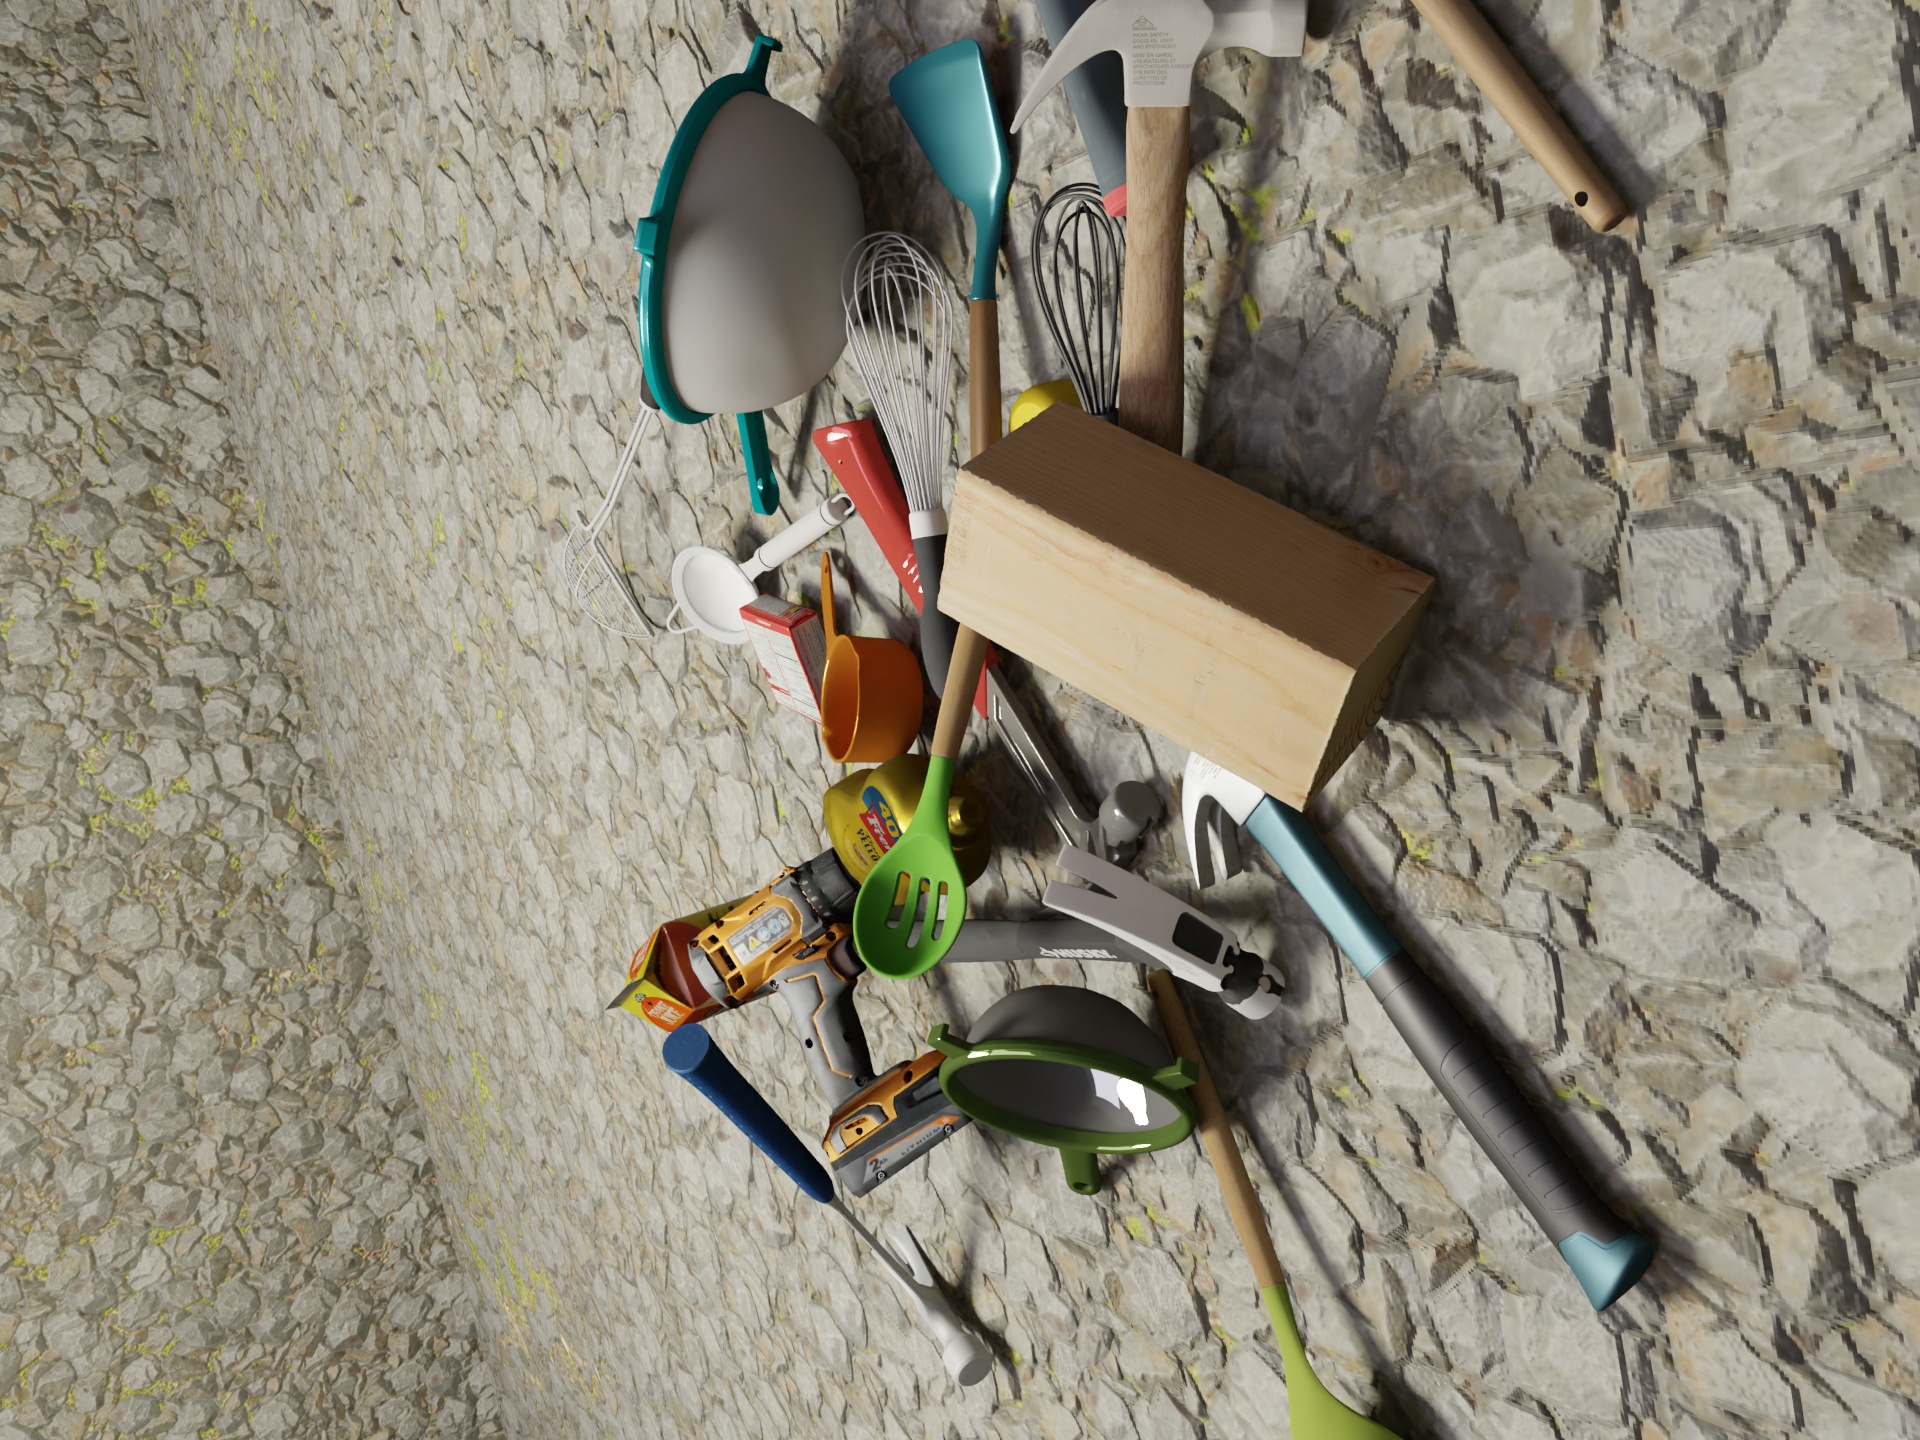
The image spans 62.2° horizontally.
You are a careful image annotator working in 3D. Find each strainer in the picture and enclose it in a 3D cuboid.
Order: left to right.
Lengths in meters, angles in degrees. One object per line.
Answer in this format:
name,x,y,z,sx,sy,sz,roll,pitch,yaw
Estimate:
strainer,-0.147,-0.120,1.197,0.087,0.050,0.258,53,142,-10
strainer,-0.110,-0.241,1.025,0.095,0.211,0.340,14,148,10
strainer,0.073,0.225,0.978,0.256,0.151,0.069,77,-158,-56

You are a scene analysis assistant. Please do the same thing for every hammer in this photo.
hammer,-0.099,0.345,1.164,0.144,0.035,0.405,42,167,51
hammer,-0.002,-0.045,1.020,0.359,0.036,0.149,59,145,19
hammer,0.009,-0.427,0.754,0.038,0.143,0.386,-12,98,62
hammer,0.032,0.131,0.967,0.335,0.146,0.035,-12,49,57
hammer,0.092,-0.184,0.781,0.130,0.031,0.331,3,123,9
hammer,0.217,0.131,0.779,0.331,0.033,0.128,56,143,24

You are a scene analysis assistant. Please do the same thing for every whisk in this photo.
whisk,-0.023,-0.150,0.956,0.070,0.070,0.284,-2,98,56
whisk,0.073,-0.162,0.849,0.055,0.055,0.238,19,123,51

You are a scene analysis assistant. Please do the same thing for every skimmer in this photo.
skimmer,-0.250,-0.215,1.316,0.127,0.090,0.363,56,133,28

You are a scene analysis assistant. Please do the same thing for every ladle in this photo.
ladle,0.179,0.293,0.913,0.078,0.062,0.320,-46,59,57

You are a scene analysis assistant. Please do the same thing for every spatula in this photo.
spatula,0.004,-0.212,0.902,0.082,0.044,0.317,2,95,51

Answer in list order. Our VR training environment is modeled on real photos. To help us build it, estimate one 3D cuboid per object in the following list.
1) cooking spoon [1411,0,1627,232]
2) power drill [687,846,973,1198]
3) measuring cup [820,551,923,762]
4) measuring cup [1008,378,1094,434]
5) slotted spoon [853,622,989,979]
cooking spoon,0.175,-0.322,0.650,0.319,0.017,0.068,62,146,18
power drill,-0.067,0.200,1.146,0.226,0.185,0.084,55,-172,11
measuring cup,-0.065,-0.048,1.110,0.095,0.052,0.174,119,148,-49
measuring cup,0.047,-0.118,0.918,0.062,0.029,0.156,33,127,45
slotted spoon,-0.001,-0.003,0.933,0.070,0.031,0.314,12,87,25
